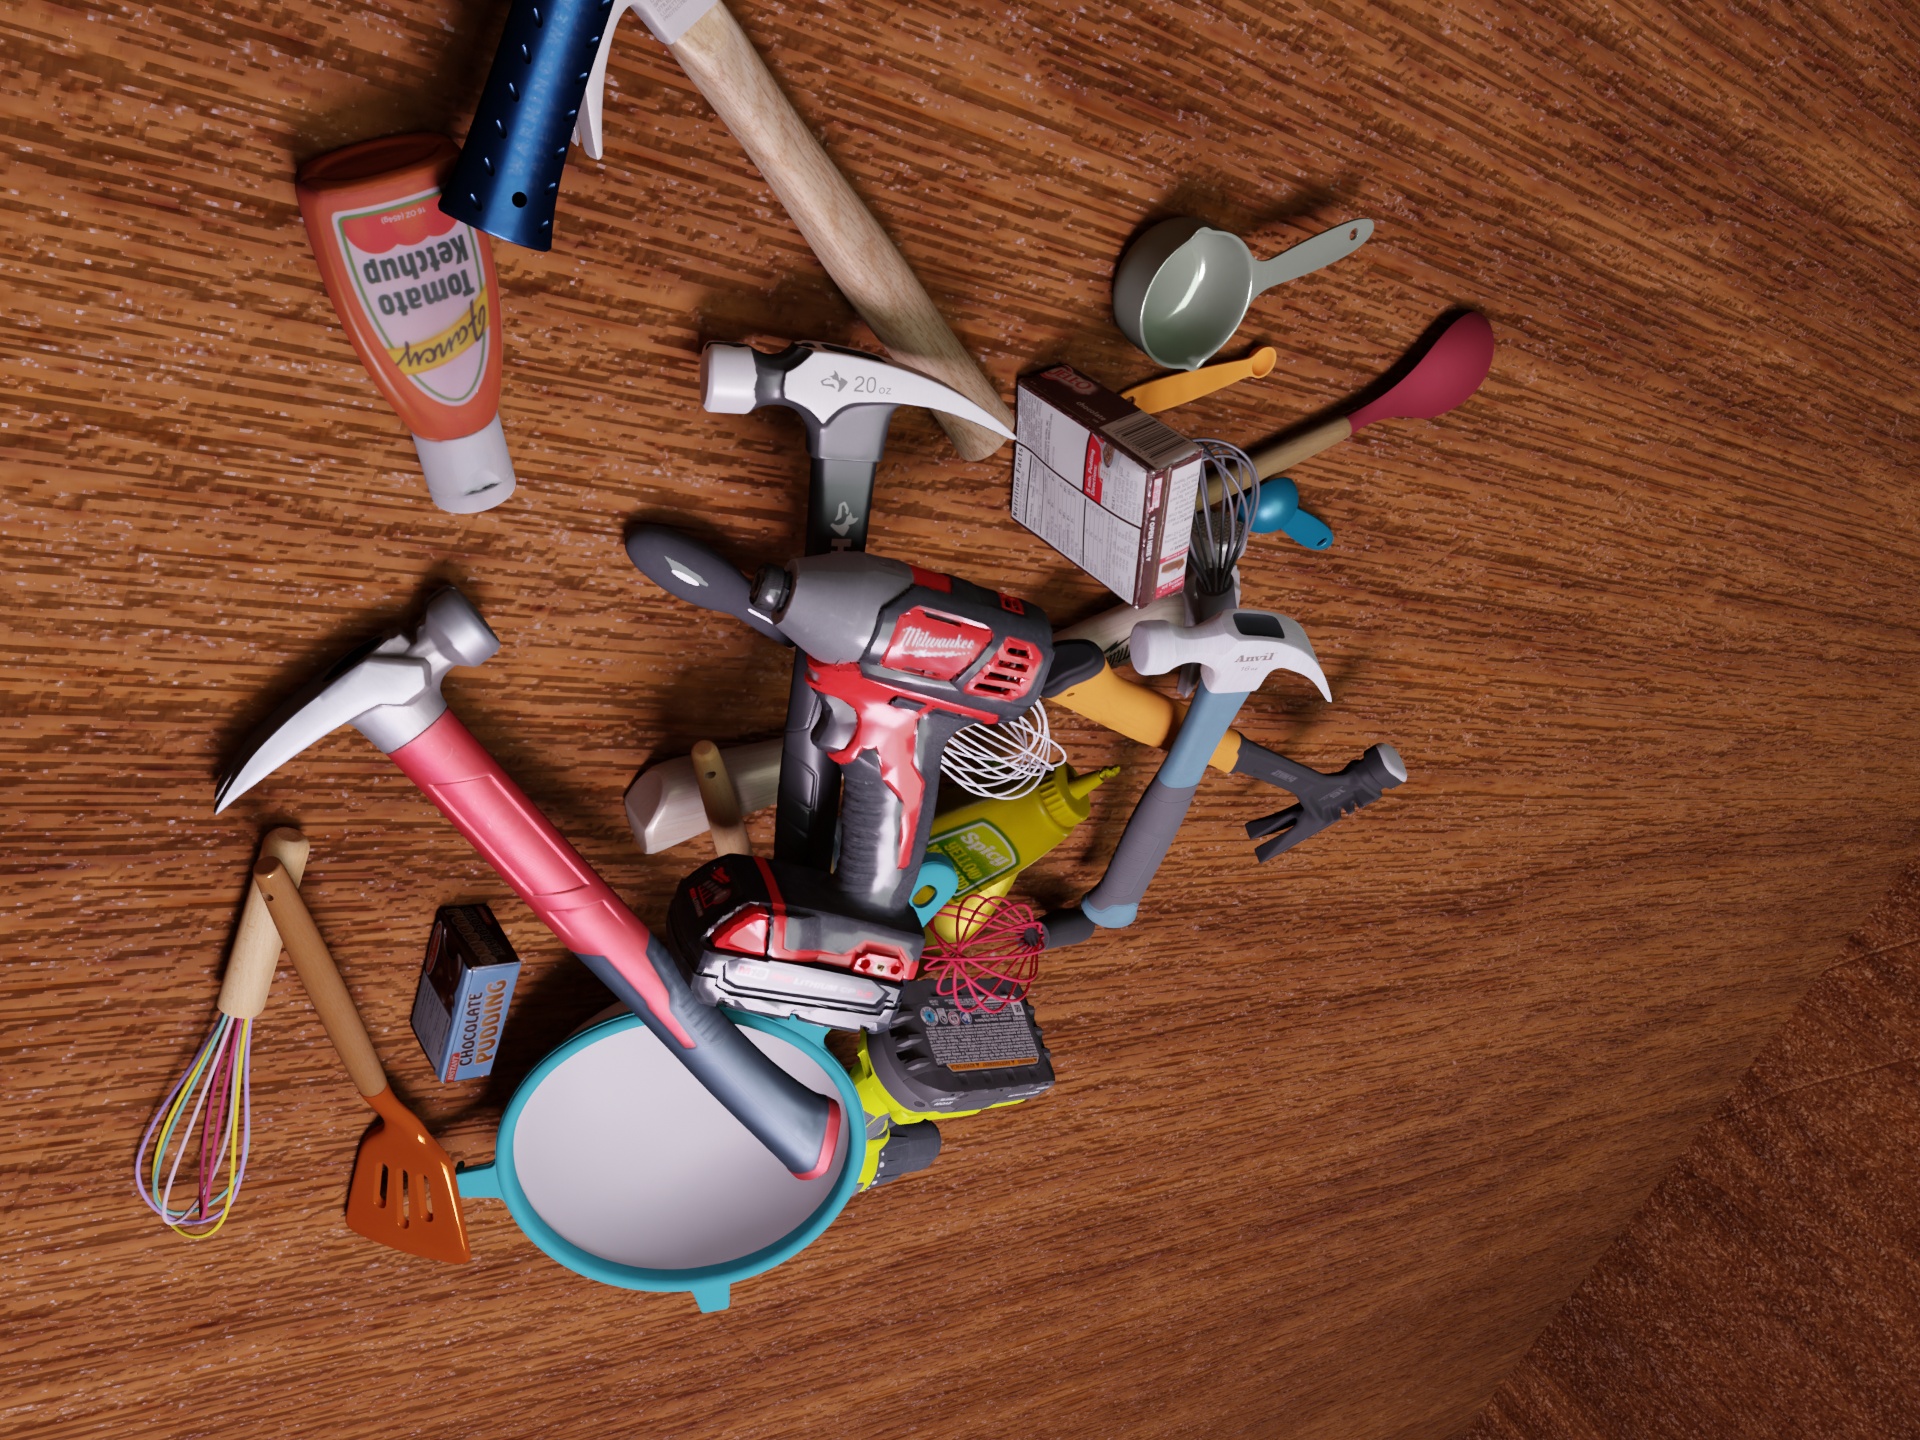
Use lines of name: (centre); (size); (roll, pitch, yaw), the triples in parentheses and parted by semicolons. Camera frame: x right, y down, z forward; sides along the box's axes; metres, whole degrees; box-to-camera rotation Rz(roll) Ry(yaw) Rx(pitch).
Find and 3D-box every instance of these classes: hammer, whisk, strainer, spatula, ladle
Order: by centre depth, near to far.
hammer: (-0.099, -0.360, 0.530); (0.144, 0.035, 0.405); (9, 111, -43)
hammer: (-0.059, -0.224, 0.715); (0.130, 0.031, 0.331); (-44, 140, -1)
hammer: (-0.064, -0.016, 0.789); (0.146, 0.035, 0.334); (0, 113, -18)
whisk: (-0.359, 0.161, 0.790); (0.051, 0.047, 0.245); (6, 116, -41)
hammer: (-0.189, 0.120, 0.803); (0.143, 0.038, 0.386); (-38, 120, -7)
spatula: (-0.314, 0.183, 0.821); (0.322, 0.081, 0.041); (91, 16, -46)
whisk: (-0.055, -0.031, 0.837); (0.284, 0.070, 0.070); (29, 104, -32)
strainer: (-0.124, 0.185, 0.938); (0.210, 0.095, 0.340); (36, 104, -24)
whisk: (0.154, -0.082, 0.942); (0.055, 0.055, 0.238); (-35, 146, -10)
hammer: (-0.002, -0.003, 0.951); (0.410, 0.038, 0.146); (-22, 136, -24)
ladle: (0.219, -0.176, 0.993); (0.315, 0.031, 0.069); (-27, 139, -17)
hammer: (0.131, 0.042, 0.995); (0.128, 0.033, 0.330); (-5, 146, -15)
whisk: (0.042, 0.142, 1.031); (0.073, 0.073, 0.295); (-52, 164, 10)
hammer: (0.157, 0.018, 1.032); (0.127, 0.034, 0.336); (-35, 143, 29)

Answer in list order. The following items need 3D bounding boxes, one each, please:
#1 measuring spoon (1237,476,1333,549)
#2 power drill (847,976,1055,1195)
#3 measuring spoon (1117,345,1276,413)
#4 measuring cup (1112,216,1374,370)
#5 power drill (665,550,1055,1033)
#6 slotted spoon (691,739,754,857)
measuring spoon: (0.218, -0.123, 1.026); (0.042, 0.021, 0.128); (-40, 152, 22)
power drill: (-0.044, 0.258, 1.067); (0.190, 0.080, 0.228); (7, 142, -42)
measuring spoon: (0.133, -0.196, 0.918); (0.117, 0.011, 0.021); (-21, 135, -20)
measuring cup: (0.153, -0.249, 0.867); (0.167, 0.038, 0.083); (-27, 137, -22)
power drill: (-0.057, 0.028, 0.752); (0.143, 0.079, 0.219); (16, 105, -24)
slotted spoon: (-0.119, 0.108, 0.923); (0.070, 0.031, 0.313); (-15, 143, -7)
